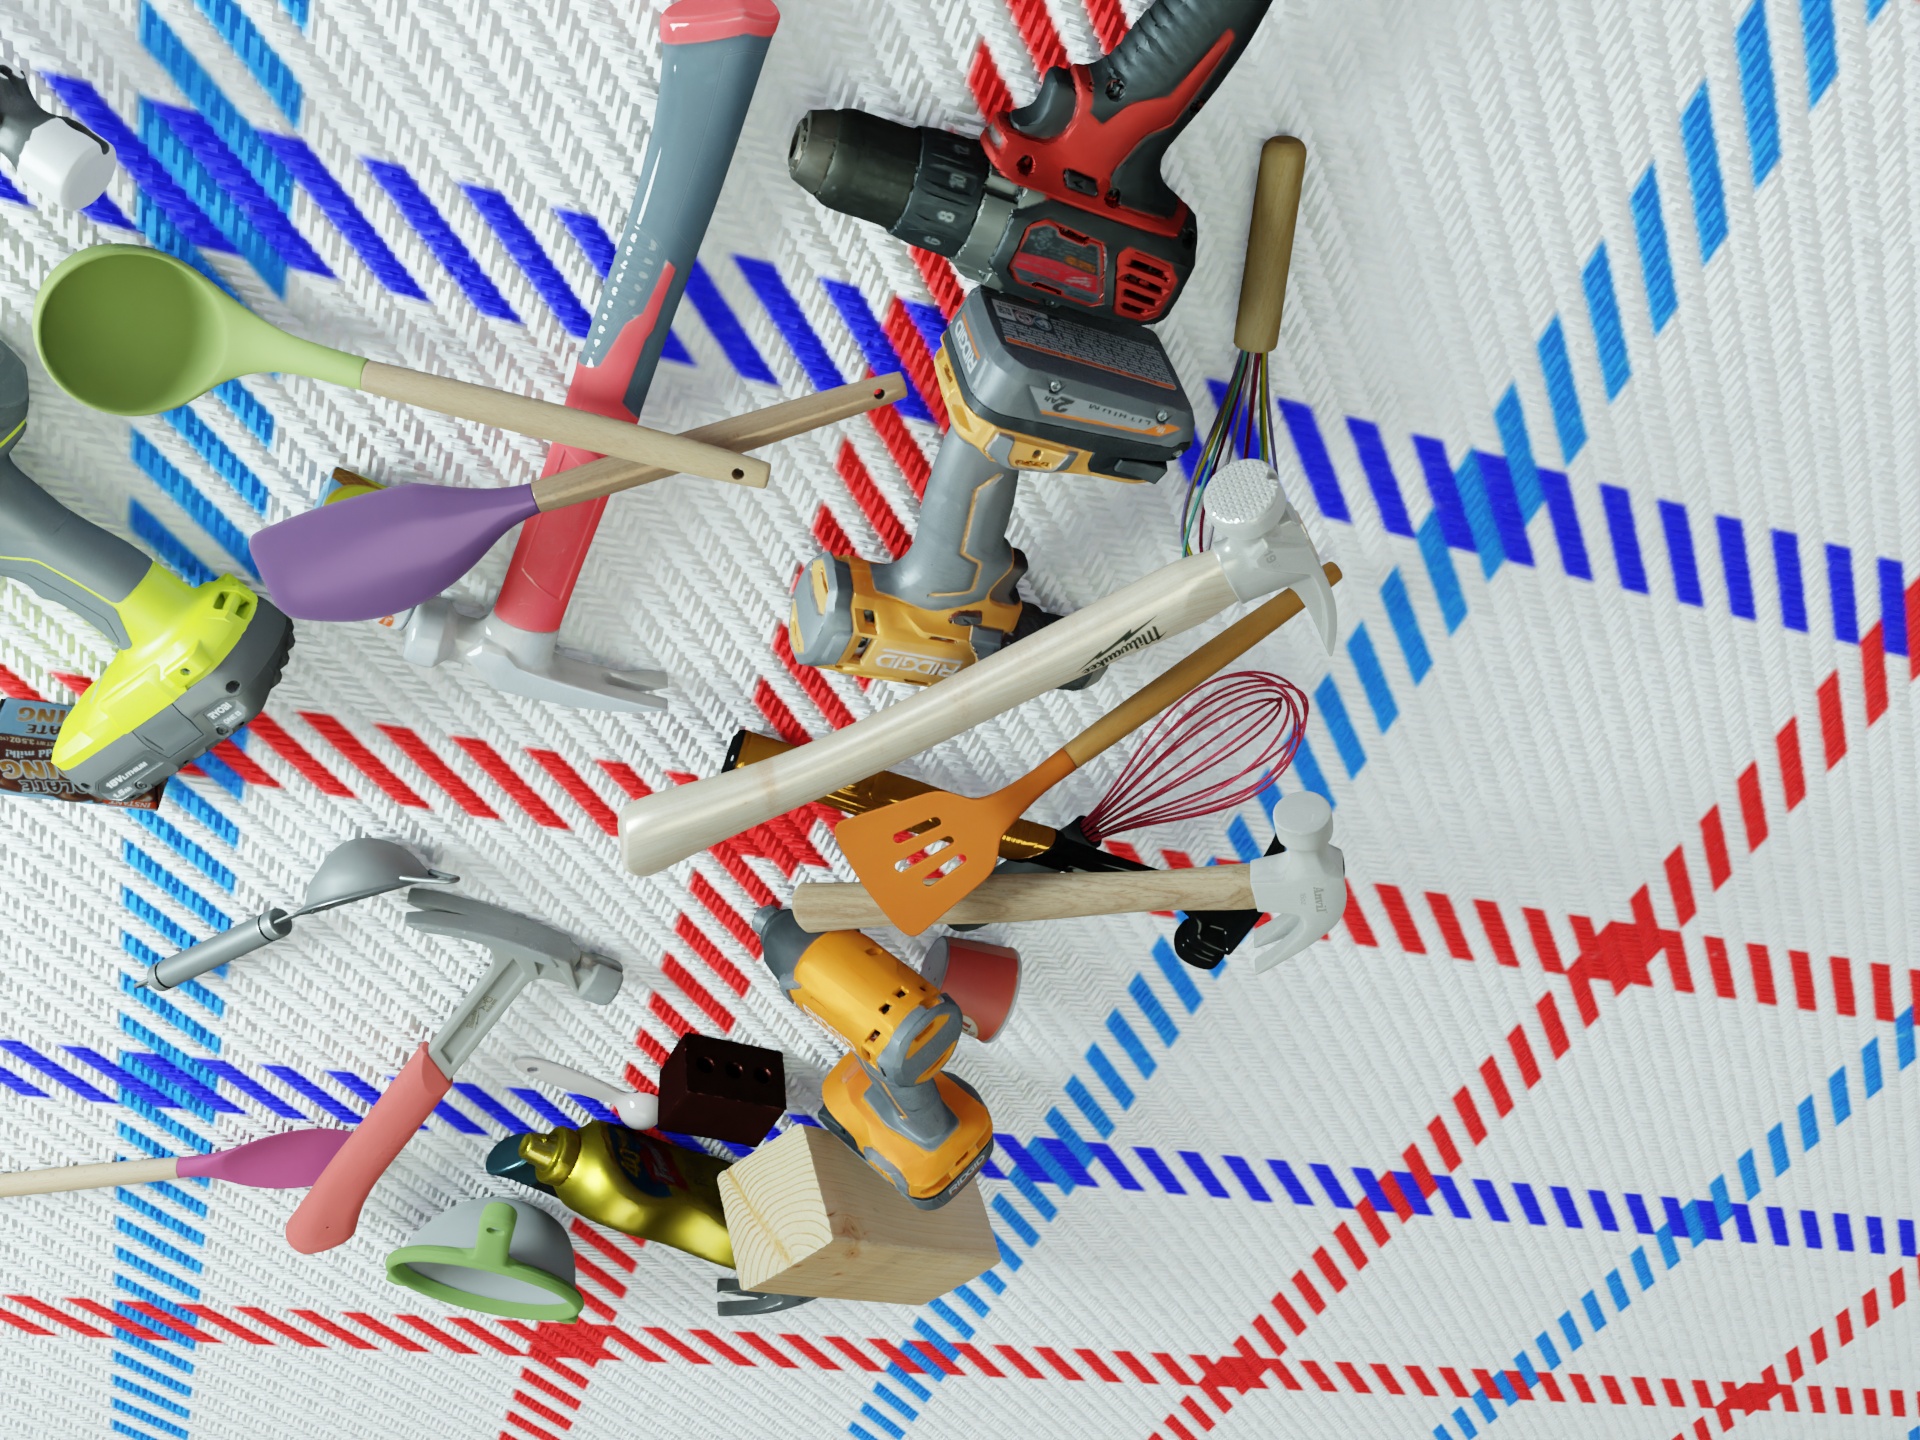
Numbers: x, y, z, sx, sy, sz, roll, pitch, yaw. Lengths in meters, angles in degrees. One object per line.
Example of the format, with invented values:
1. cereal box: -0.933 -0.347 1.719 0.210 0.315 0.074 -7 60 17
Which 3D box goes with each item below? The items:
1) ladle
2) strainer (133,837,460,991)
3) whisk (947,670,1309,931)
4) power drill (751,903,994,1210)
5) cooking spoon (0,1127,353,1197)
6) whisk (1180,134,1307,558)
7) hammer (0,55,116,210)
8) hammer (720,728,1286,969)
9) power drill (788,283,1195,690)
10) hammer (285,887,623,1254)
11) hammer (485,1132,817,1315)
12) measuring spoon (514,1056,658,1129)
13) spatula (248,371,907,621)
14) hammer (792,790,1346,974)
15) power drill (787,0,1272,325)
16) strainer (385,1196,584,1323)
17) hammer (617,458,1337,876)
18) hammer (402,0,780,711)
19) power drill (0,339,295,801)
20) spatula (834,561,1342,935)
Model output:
1. ladle: -0.244 -0.144 0.714 0.320 0.062 0.078 13 121 -7
2. strainer: -0.415 0.120 0.974 0.258 0.050 0.087 -24 175 19
3. whisk: 0.096 0.061 0.997 0.073 0.073 0.296 32 126 -32
4. power drill: -0.061 0.217 1.064 0.084 0.164 0.226 -41 144 -24
5. cooking spoon: -0.588 0.324 1.145 0.319 0.017 0.068 -5 131 -6
6. whisk: 0.142 -0.171 0.804 0.051 0.047 0.244 -11 130 -16
7. hammer: -0.485 -0.140 0.664 0.146 0.035 0.334 34 111 -9
8. hammer: 0.024 0.064 0.950 0.337 0.034 0.127 17 137 -7
9. power drill: 0.033 -0.098 0.825 0.185 0.084 0.226 9 134 -27
10. hammer: -0.385 0.255 1.094 0.149 0.037 0.359 26 120 -29
11. hammer: -0.229 0.400 1.264 0.128 0.033 0.330 -37 127 21
12. measuring spoon: -0.268 0.272 1.150 0.124 0.018 0.034 31 121 -31
13. spatula: -0.176 -0.112 0.757 0.316 0.018 0.059 -19 116 -3
14. hammer: 0.059 0.105 0.939 0.331 0.031 0.129 -5 136 18
15. power drill: 0.045 -0.283 0.663 0.187 0.080 0.226 13 132 -20
16. strainer: -0.340 0.376 1.174 0.151 0.069 0.256 17 144 -9
17. hammer: -0.001 -0.003 0.851 0.410 0.038 0.146 -25 145 15
18. hammer: -0.154 -0.157 0.767 0.143 0.038 0.386 14 128 -23
19. power drill: -0.460 -0.067 0.774 0.171 0.080 0.223 -30 126 16
20. spatula: 0.079 0.006 0.900 0.322 0.041 0.081 -35 99 -3
